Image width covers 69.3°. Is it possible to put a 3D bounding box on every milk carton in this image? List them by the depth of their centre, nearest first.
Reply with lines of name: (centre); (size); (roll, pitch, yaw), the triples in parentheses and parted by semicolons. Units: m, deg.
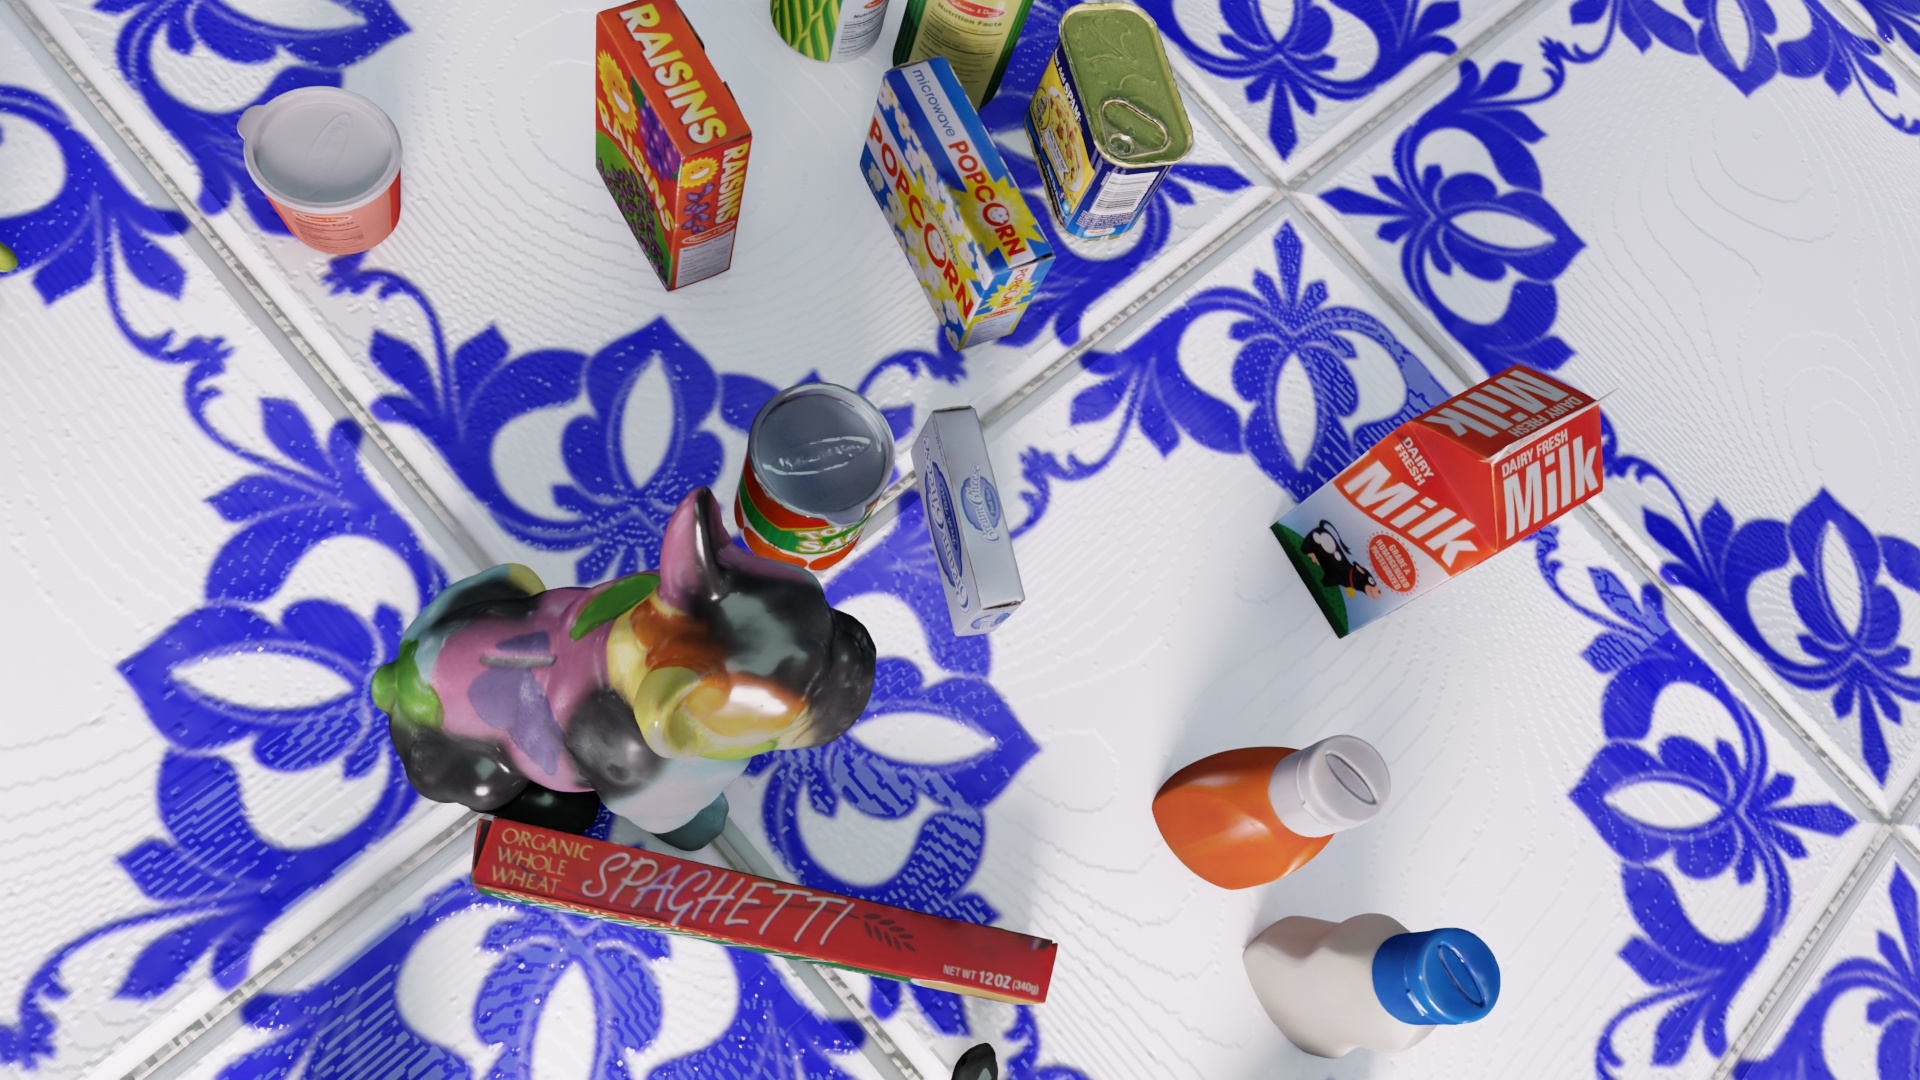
milk carton: (0.234, -0.021, 0.675); (0.072, 0.189, 0.073); (-26, 79, -21)

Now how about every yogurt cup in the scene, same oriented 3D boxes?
yogurt cup: (-0.301, -0.174, 0.667); (0.072, 0.053, 0.072); (5, 69, -13)

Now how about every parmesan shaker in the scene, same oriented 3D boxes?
parmesan shaker: (0.001, -0.293, 0.762); (0.071, 0.102, 0.071); (5, 70, -13)

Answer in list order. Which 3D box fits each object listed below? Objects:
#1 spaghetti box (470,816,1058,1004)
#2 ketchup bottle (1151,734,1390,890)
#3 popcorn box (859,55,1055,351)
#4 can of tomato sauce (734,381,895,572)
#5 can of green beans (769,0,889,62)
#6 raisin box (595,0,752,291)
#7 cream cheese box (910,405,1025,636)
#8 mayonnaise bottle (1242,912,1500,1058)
spaghetti box: (-0.084, 0.163, 0.601); (0.250, 0.050, 0.029); (15, 68, -9)
ketchup bottle: (0.138, 0.120, 0.621); (0.065, 0.148, 0.044); (46, 67, 5)
popcorn box: (-0.005, -0.175, 0.727); (0.038, 0.085, 0.127); (-23, 77, -21)
can of tomato sauce: (-0.070, -0.026, 0.656); (0.071, 0.082, 0.071); (5, 70, -13)
can of green beans: (-0.071, -0.312, 0.775); (0.071, 0.057, 0.071); (5, 69, -13)
raisin box: (-0.142, -0.190, 0.676); (0.040, 0.123, 0.086); (-26, 79, -21)
cream cheese box: (0.002, -0.009, 0.685); (0.024, 0.053, 0.104); (-9, 73, -17)
mayonnaise bottle: (0.177, 0.192, 0.604); (0.041, 0.147, 0.065); (-30, 80, -22)
